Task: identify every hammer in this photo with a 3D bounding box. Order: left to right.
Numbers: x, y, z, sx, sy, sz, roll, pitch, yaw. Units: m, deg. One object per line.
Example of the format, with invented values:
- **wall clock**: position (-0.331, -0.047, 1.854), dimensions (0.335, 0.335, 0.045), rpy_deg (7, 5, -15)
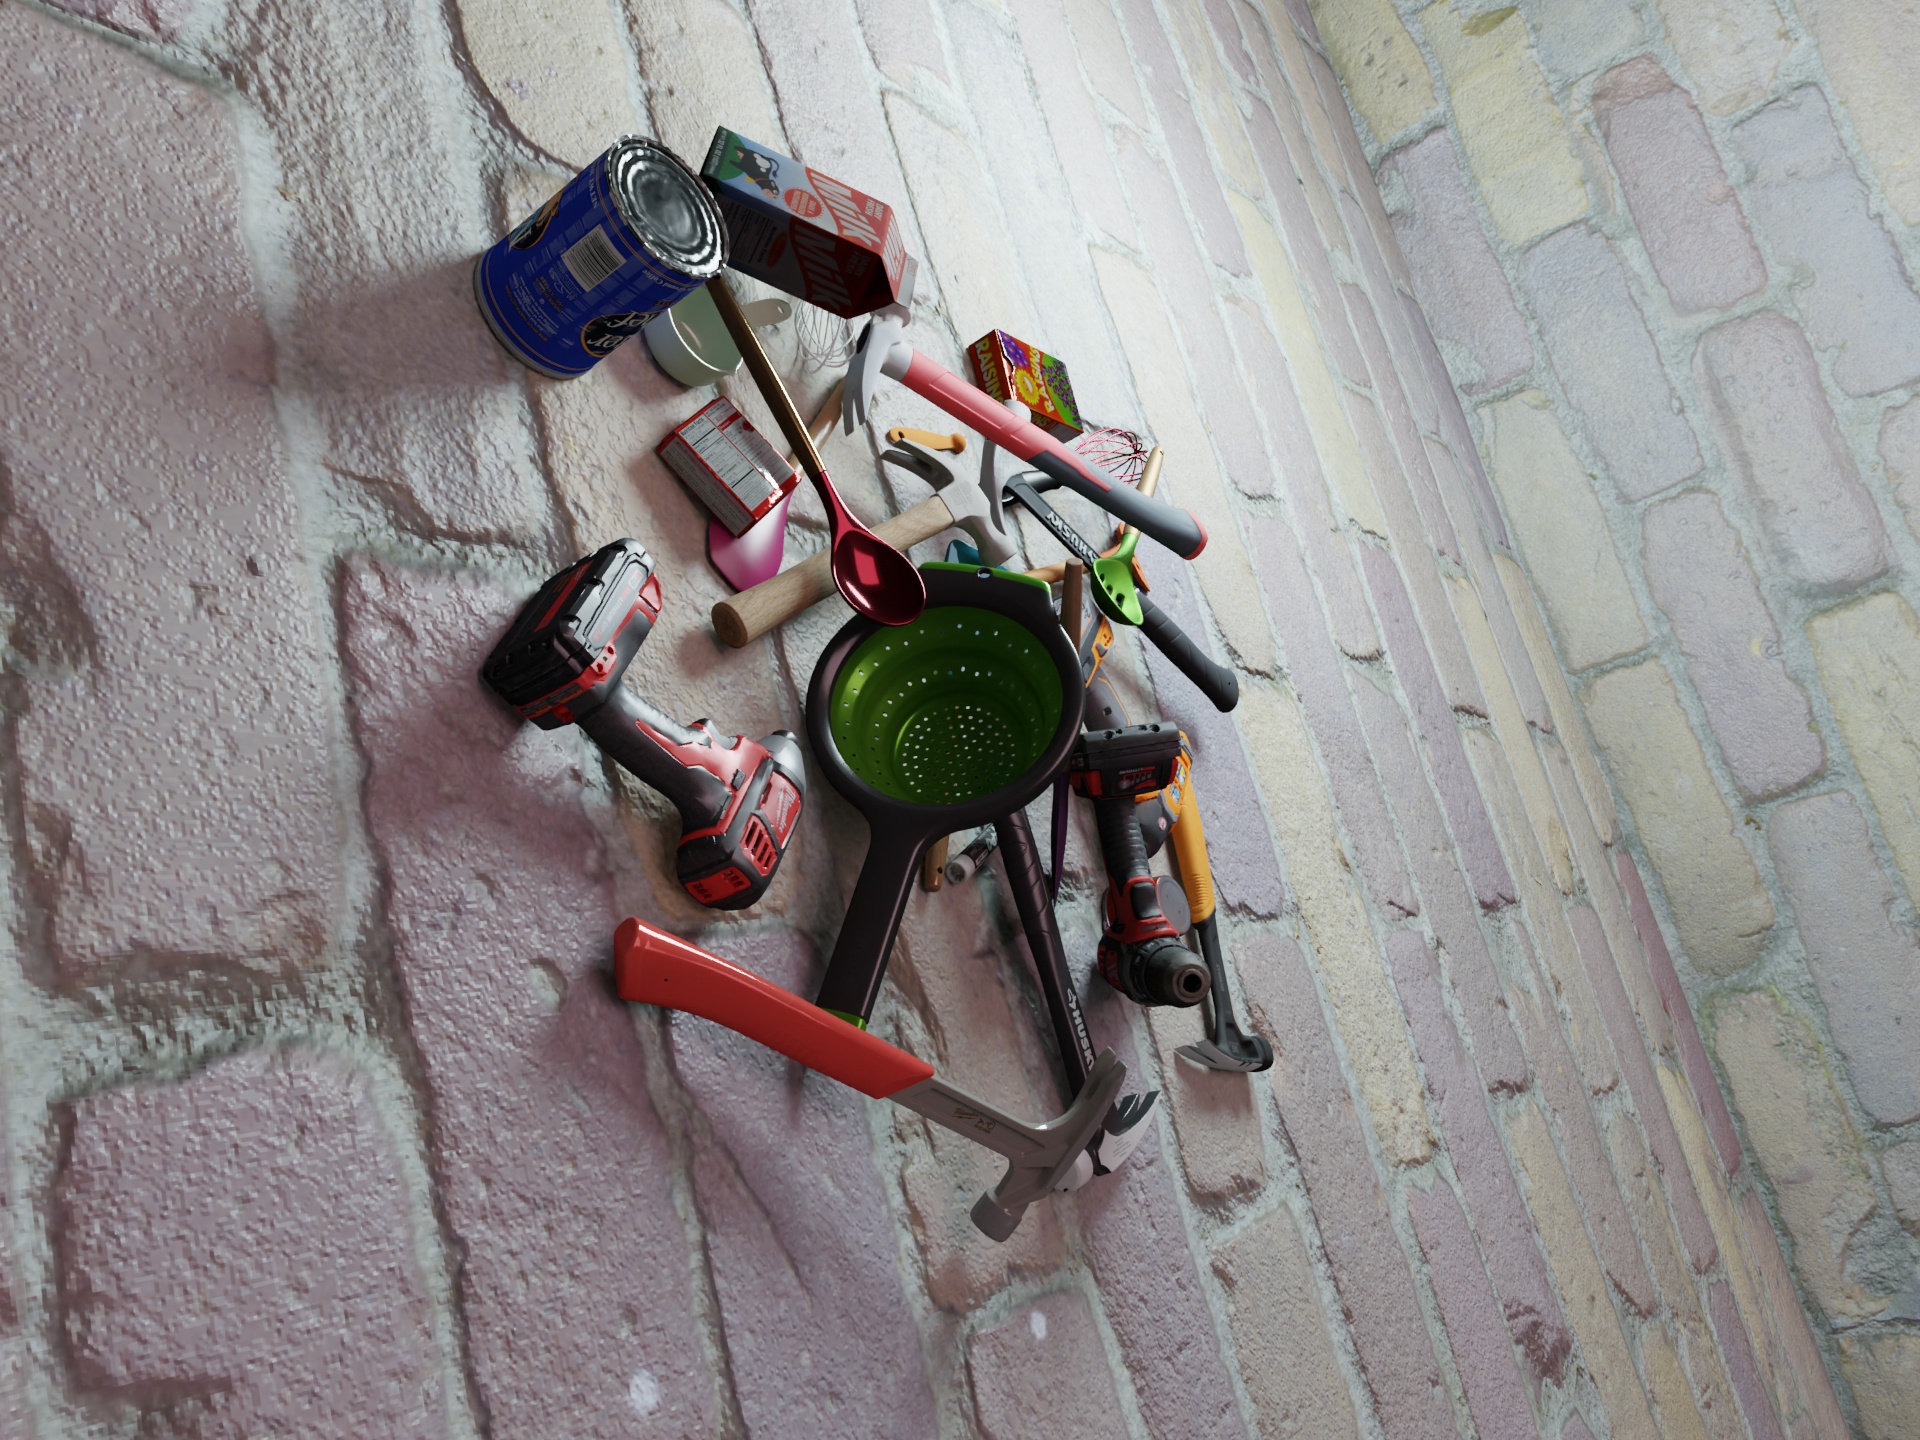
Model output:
- **hammer**: position (-0.077, -0.131, 1.228), dimensions (0.130, 0.031, 0.331), rpy_deg (56, 40, -2)
- **hammer**: position (-0.058, 0.206, 1.002), dimensions (0.358, 0.149, 0.037), rpy_deg (34, 2, -28)
- **hammer**: position (0.068, -0.228, 1.411), dimensions (0.386, 0.038, 0.143), rpy_deg (27, 59, -27)
- **hammer**: position (0.073, 0.184, 1.247), dimensions (0.146, 0.035, 0.335), rpy_deg (-10, 83, -56)
- **hammer**: position (0.151, -0.127, 1.535), dimensions (0.408, 0.036, 0.149), rpy_deg (40, 49, -34)
- **hammer**: position (0.220, 0.159, 1.495), dimensions (0.127, 0.034, 0.337), rpy_deg (22, 52, -48)

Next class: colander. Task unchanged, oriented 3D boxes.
- **colander**: position (-0.029, 0.073, 1.146), dimensions (0.094, 0.204, 0.397), rpy_deg (77, 28, -59)

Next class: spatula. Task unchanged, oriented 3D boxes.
- **spatula**: position (-0.002, -0.004, 1.281), dimensions (0.082, 0.044, 0.318), rpy_deg (31, 47, -29)
- **spatula**: position (0.081, 0.014, 1.247), dimensions (0.060, 0.018, 0.315), rpy_deg (-79, 171, -55)
- **spatula**: position (0.111, -0.147, 1.555), dimensions (0.322, 0.041, 0.081), rpy_deg (-20, 87, -53)

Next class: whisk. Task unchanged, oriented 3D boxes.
- **whisk**: position (-0.116, -0.387, 1.373), dimensions (0.057, 0.059, 0.247), rpy_deg (21, 46, -26)
- **whisk**: position (0.103, -0.244, 1.578), dimensions (0.296, 0.073, 0.073), rpy_deg (-24, 89, -50)

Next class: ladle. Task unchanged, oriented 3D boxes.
- **ladle**: position (-0.118, -0.204, 1.181), dimensions (0.069, 0.031, 0.315), rpy_deg (-25, 84, -36)

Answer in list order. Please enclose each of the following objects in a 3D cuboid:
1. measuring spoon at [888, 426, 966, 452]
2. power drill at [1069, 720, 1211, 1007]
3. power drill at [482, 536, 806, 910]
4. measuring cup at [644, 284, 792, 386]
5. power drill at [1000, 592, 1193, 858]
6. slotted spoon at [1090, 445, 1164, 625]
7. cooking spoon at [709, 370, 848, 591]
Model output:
- **measuring spoon**: position (-0.028, -0.255, 1.438), dimensions (0.117, 0.011, 0.021), rpy_deg (-8, 76, -56)
- **power drill**: position (0.144, 0.118, 1.266), dimensions (0.188, 0.080, 0.227), rpy_deg (169, -88, -81)
- **power drill**: position (-0.181, 0.002, 1.002), dimensions (0.219, 0.078, 0.143), rpy_deg (51, 35, -25)
- **measuring cup**: position (-0.184, -0.302, 1.229), dimensions (0.083, 0.038, 0.167), rpy_deg (61, 31, -6)
- **power drill**: position (0.125, 0.016, 1.415), dimensions (0.226, 0.084, 0.164), rpy_deg (54, 35, -23)
- **slotted spoon**: position (0.168, -0.185, 1.527), dimensions (0.070, 0.031, 0.314), rpy_deg (45, 36, -19)
- **cooking spoon**: position (-0.127, -0.205, 1.260), dimensions (0.068, 0.017, 0.319), rpy_deg (49, 37, -23)
